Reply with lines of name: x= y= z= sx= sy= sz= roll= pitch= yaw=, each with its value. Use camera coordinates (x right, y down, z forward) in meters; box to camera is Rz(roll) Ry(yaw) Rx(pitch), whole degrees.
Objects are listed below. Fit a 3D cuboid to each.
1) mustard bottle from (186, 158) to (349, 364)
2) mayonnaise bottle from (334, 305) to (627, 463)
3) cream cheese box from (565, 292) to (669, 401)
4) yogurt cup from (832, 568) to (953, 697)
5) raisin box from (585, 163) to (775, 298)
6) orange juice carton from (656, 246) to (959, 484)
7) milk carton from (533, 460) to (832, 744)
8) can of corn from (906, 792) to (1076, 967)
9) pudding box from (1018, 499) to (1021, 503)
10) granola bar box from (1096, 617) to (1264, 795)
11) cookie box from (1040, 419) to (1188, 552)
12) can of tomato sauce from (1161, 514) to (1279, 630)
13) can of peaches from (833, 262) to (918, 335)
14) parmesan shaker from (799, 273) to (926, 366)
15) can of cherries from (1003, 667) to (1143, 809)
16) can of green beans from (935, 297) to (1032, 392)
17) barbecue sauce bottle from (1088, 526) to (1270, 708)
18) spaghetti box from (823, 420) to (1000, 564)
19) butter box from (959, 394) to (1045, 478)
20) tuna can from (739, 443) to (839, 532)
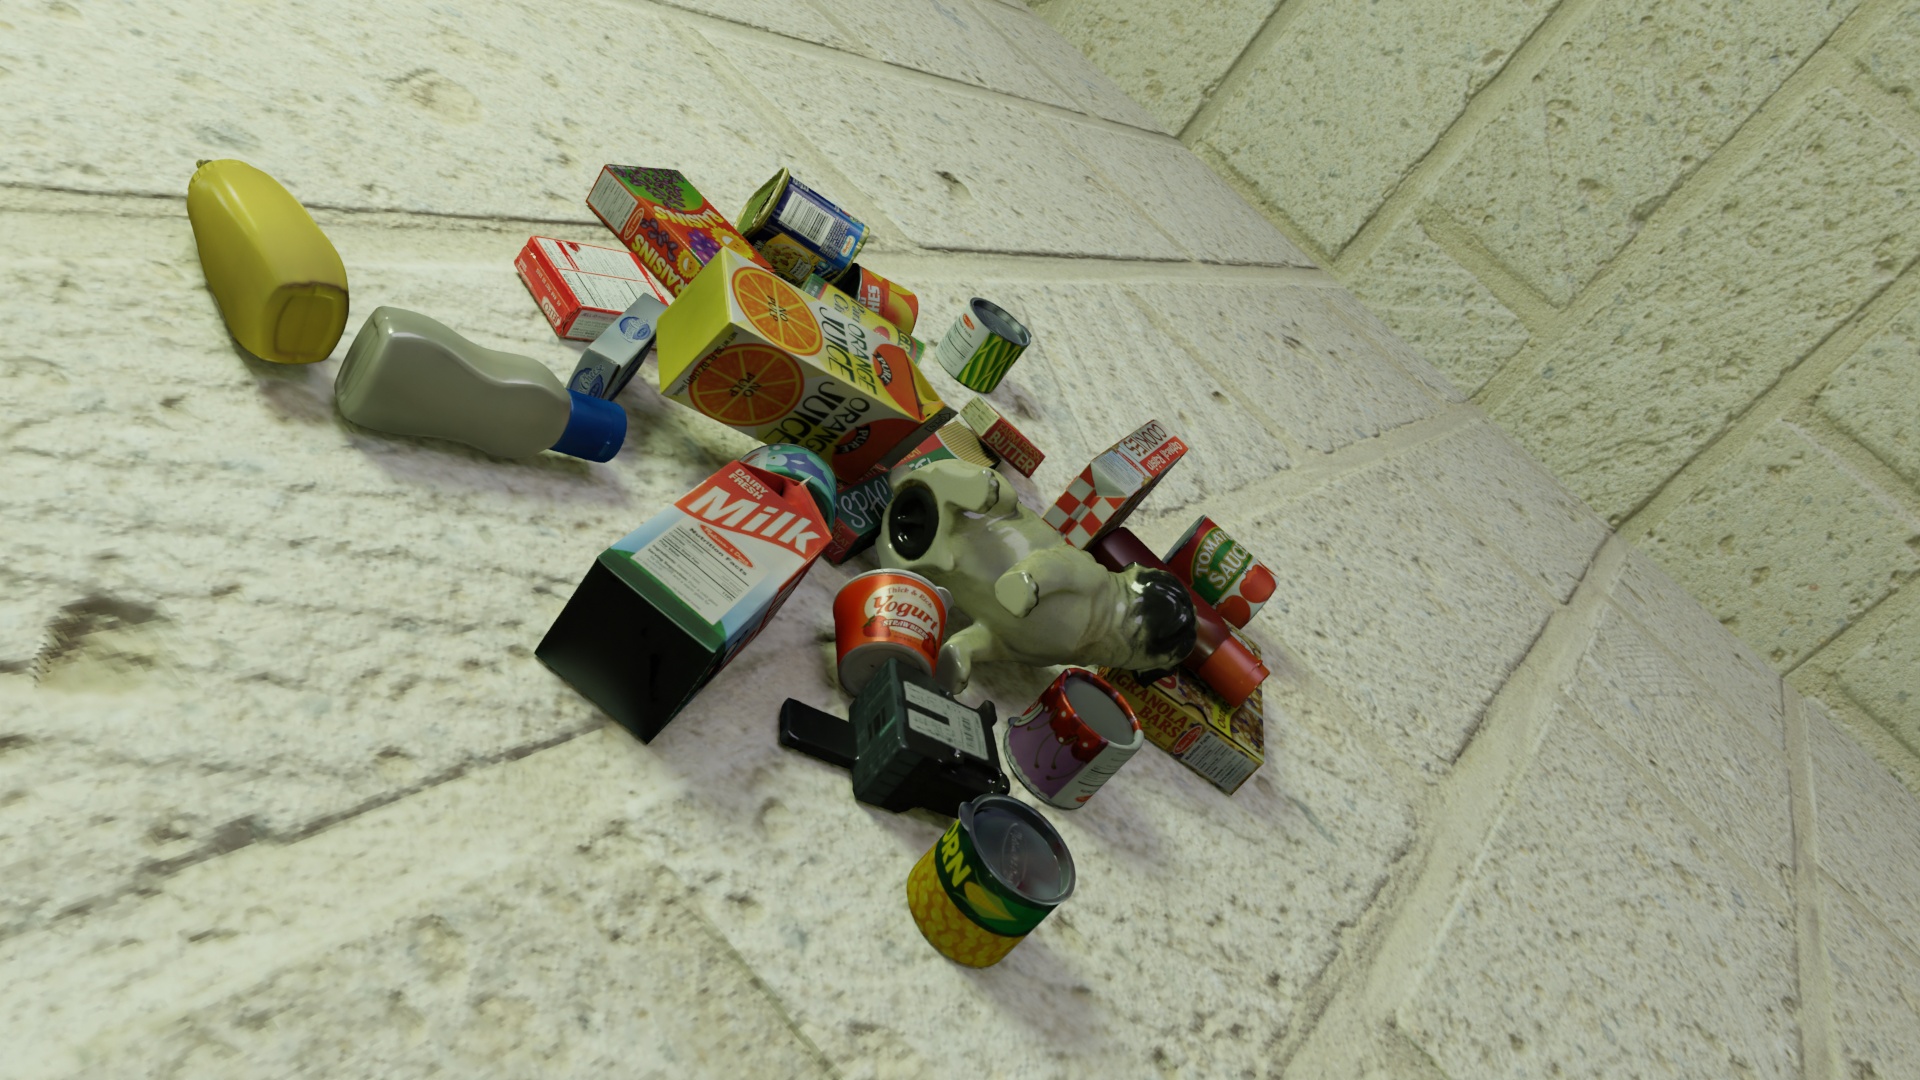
mustard bottle: x=-0.371 y=-0.159 z=0.730 sx=0.049 sy=0.065 sz=0.161 roll=-2 pitch=44 yaw=-47
mayonnaise bottle: x=-0.253 y=-0.076 z=0.751 sx=0.148 sy=0.064 sz=0.041 roll=16 pitch=30 yaw=-45
cream cheese box: x=-0.214 y=-0.112 z=0.861 sx=0.024 sy=0.053 sz=0.104 roll=32 pitch=27 yaw=-10
yogurt cup: x=-0.042 y=0.058 z=0.802 sx=0.072 sy=0.072 sz=0.054 roll=28 pitch=37 yaw=-22
raisin box: x=-0.214 y=-0.234 z=1.067 sx=0.123 sy=0.040 sz=0.086 roll=47 pitch=27 yaw=14
orange juice carton: x=-0.093 y=-0.100 z=0.885 sx=0.192 sy=0.071 sz=0.073 roll=25 pitch=37 yaw=-38
milk carton: x=-0.132 y=0.020 z=0.738 sx=0.073 sy=0.072 sz=0.191 roll=39 pitch=28 yaw=0
can of corn: x=0.013 y=0.170 z=0.700 sx=0.071 sy=0.058 sz=0.071 roll=30 pitch=28 yaw=-18
pudding box: x=0.004 y=-0.012 z=0.982 sx=0.030 sy=0.049 sz=0.084 roll=43 pitch=26 yaw=13
granola bar box: x=0.165 y=0.096 z=1.027 sx=0.124 sy=0.039 sz=0.166 roll=35 pitch=27 yaw=-7
cookie box: x=0.097 y=-0.022 z=1.033 sx=0.040 sy=0.122 sz=0.168 roll=44 pitch=27 yaw=7
can of tomato sauce: x=0.215 y=0.029 z=1.161 sx=0.083 sy=0.071 sz=0.071 roll=40 pitch=26 yaw=2
can of peaches: x=-0.074 y=-0.183 z=1.131 sx=0.058 sy=0.071 sz=0.071 roll=23 pitch=30 yaw=-30
parmesan shaker: x=-0.088 y=-0.148 z=1.064 sx=0.103 sy=0.071 sz=0.072 roll=31 pitch=27 yaw=-14
can of cherries: x=0.067 y=0.119 z=0.849 sx=0.071 sy=0.058 sz=0.072 roll=30 pitch=28 yaw=-18
can of green beans: x=0.020 y=-0.175 z=1.246 sx=0.071 sy=0.057 sz=0.071 roll=30 pitch=28 yaw=-17
barbecue sauce bottle: x=0.152 y=0.054 z=0.984 sx=0.149 sy=0.043 sz=0.065 roll=44 pitch=24 yaw=13
spaghetti box: x=-0.041 y=-0.039 z=0.991 sx=0.050 sy=0.028 sz=0.251 roll=42 pitch=27 yaw=8
butter box: x=0.033 y=-0.085 z=1.120 sx=0.053 sy=0.024 sz=0.104 roll=39 pitch=6 yaw=-18
tuna can: x=-0.106 y=-0.021 z=0.841 sx=0.071 sy=0.070 sz=0.033 roll=28 pitch=29 yaw=-20
